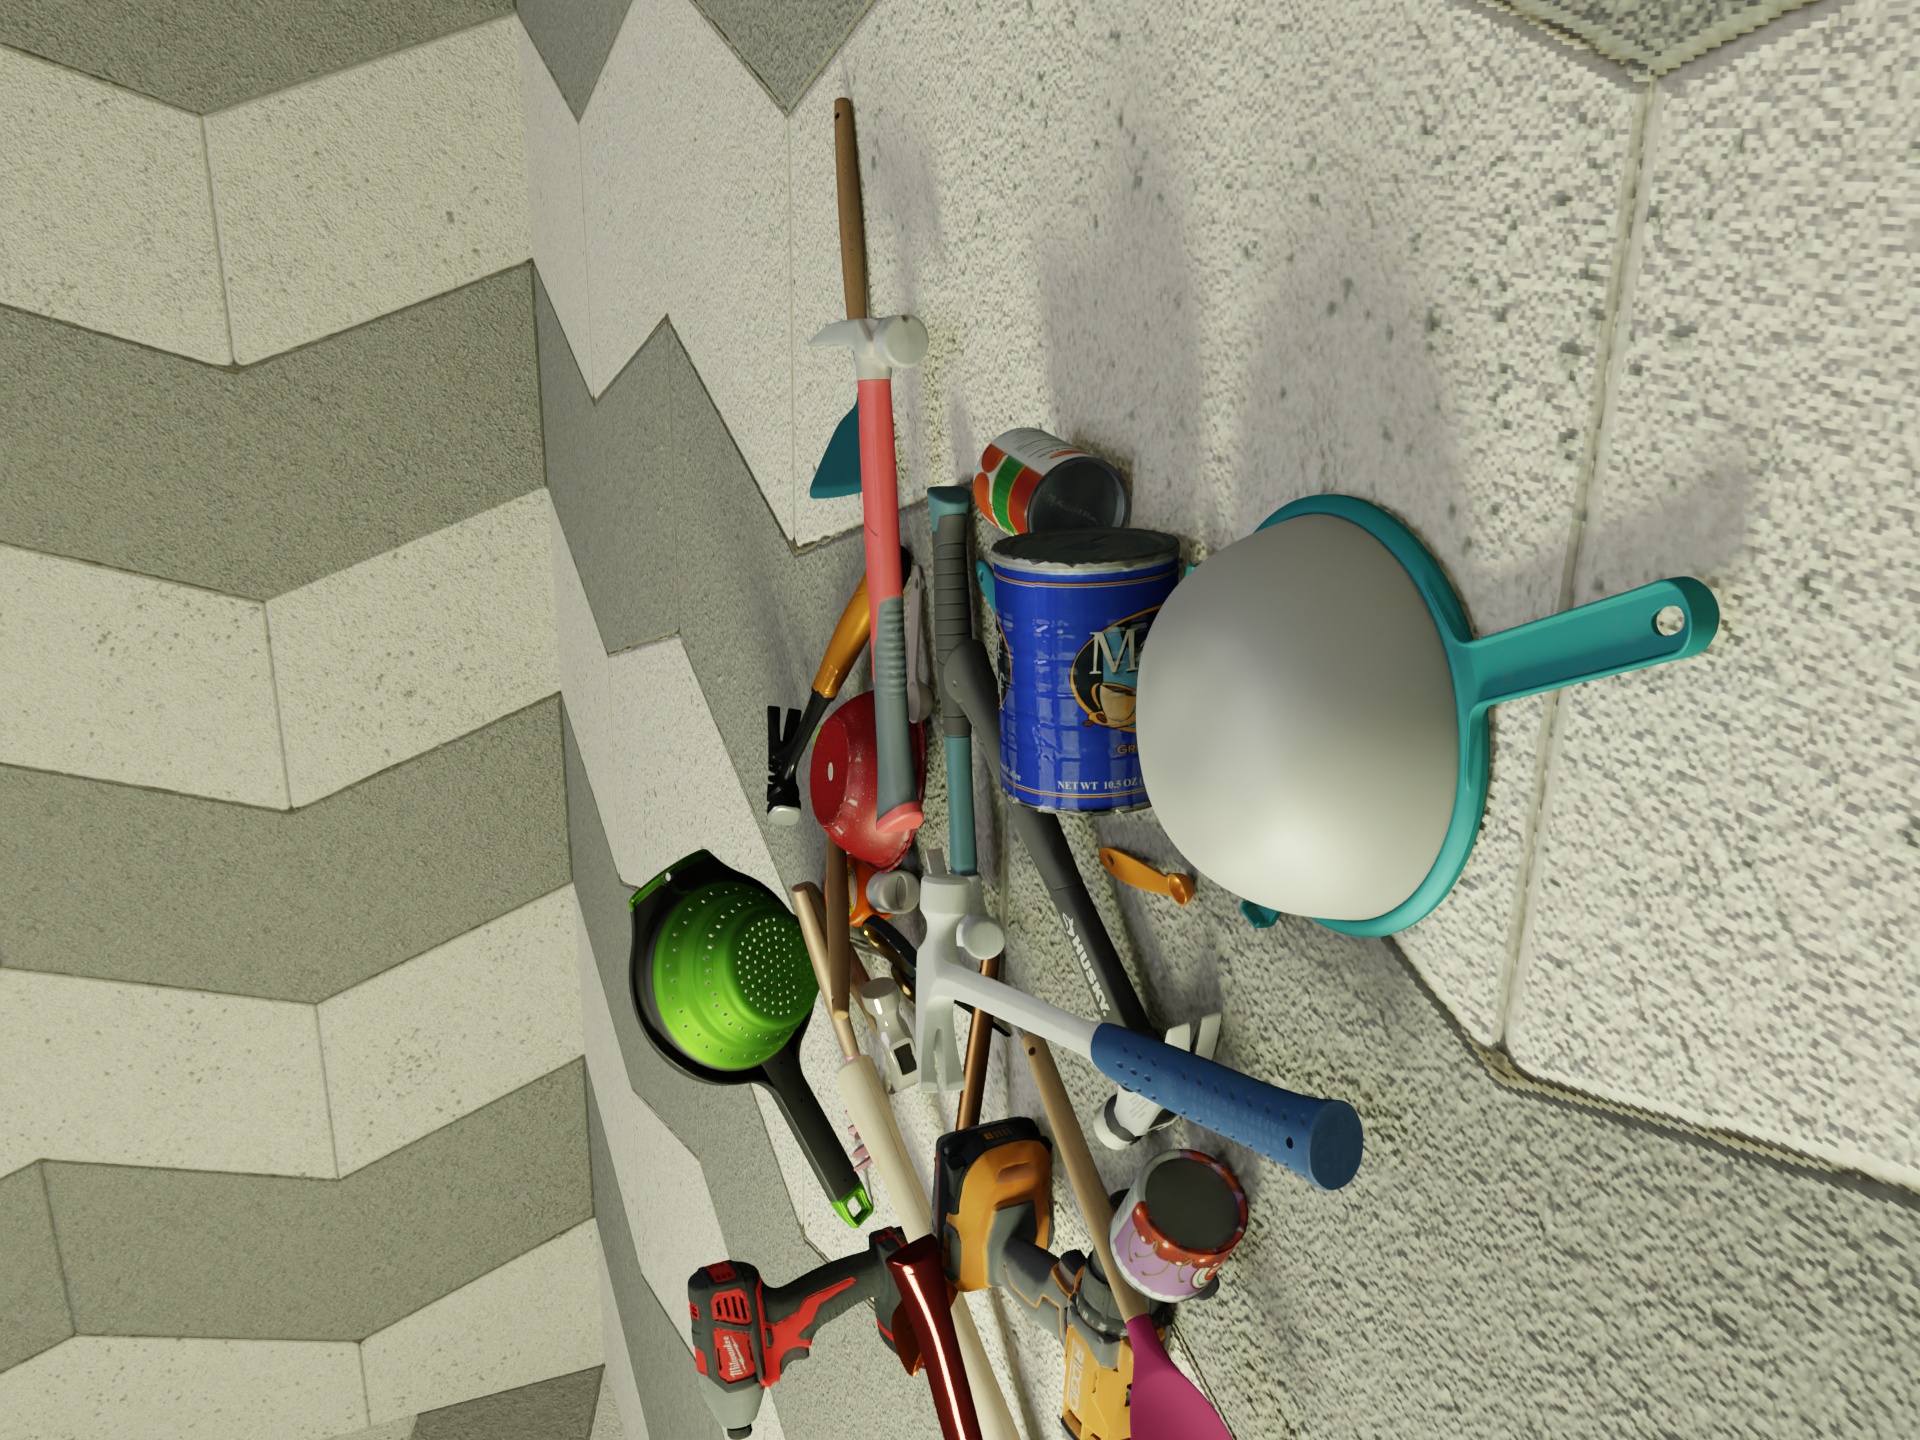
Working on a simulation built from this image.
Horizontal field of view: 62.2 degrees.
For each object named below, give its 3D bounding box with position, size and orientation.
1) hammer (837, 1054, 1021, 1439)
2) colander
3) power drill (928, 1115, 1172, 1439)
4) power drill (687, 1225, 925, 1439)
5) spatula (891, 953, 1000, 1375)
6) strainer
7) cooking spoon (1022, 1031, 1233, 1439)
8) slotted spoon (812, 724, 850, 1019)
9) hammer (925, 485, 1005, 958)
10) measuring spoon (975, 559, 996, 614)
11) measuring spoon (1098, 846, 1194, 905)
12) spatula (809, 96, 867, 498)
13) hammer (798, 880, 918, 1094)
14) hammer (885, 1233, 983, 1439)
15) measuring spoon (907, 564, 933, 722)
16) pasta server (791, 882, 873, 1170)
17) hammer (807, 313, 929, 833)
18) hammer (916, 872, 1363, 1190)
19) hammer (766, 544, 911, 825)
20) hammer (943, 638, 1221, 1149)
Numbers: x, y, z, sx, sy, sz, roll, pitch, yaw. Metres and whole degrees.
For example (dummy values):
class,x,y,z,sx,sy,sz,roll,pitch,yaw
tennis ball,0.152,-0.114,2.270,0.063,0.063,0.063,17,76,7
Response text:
class,x,y,z,sx,sy,sz,roll,pitch,yaw
hammer,-0.009,0.455,1.266,0.411,0.038,0.146,65,151,26
colander,-0.160,0.305,1.490,0.094,0.204,0.397,-18,103,45
power drill,0.062,0.352,1.062,0.226,0.084,0.185,35,126,56
power drill,-0.119,0.519,1.359,0.078,0.219,0.143,176,88,-68
spatula,-0.007,0.327,1.195,0.081,0.041,0.322,-144,61,-73
strainer,0.163,-0.007,0.684,0.340,0.095,0.211,156,106,-68
cooking spoon,0.095,0.325,0.933,0.068,0.017,0.319,-41,53,28
slotted spoon,-0.107,0.124,1.371,0.314,0.031,0.070,-96,27,-45
hammer,-0.002,-0.004,1.146,0.128,0.033,0.331,-160,67,-77
measuring spoon,0.025,-0.066,1.095,0.042,0.021,0.129,107,150,-45
measuring spoon,0.111,0.091,0.955,0.117,0.011,0.021,-164,57,-70
spatula,-0.090,-0.337,1.269,0.082,0.044,0.317,-1,94,43
hammer,-0.099,0.228,1.446,0.332,0.031,0.130,-137,29,-64
hammer,0.010,0.530,1.142,0.149,0.036,0.359,13,121,52
measuring spoon,-0.030,-0.060,1.250,0.034,0.018,0.124,-176,86,-68
pasta server,-0.112,0.277,1.418,0.060,0.040,0.316,-110,6,-61
hammer,-0.064,-0.106,1.207,0.143,0.038,0.386,18,114,60
hammer,0.076,0.189,0.911,0.406,0.035,0.144,8,95,61
hammer,-0.111,-0.045,1.383,0.336,0.034,0.127,123,150,-49
hammer,0.063,0.092,1.003,0.335,0.035,0.146,67,153,24
